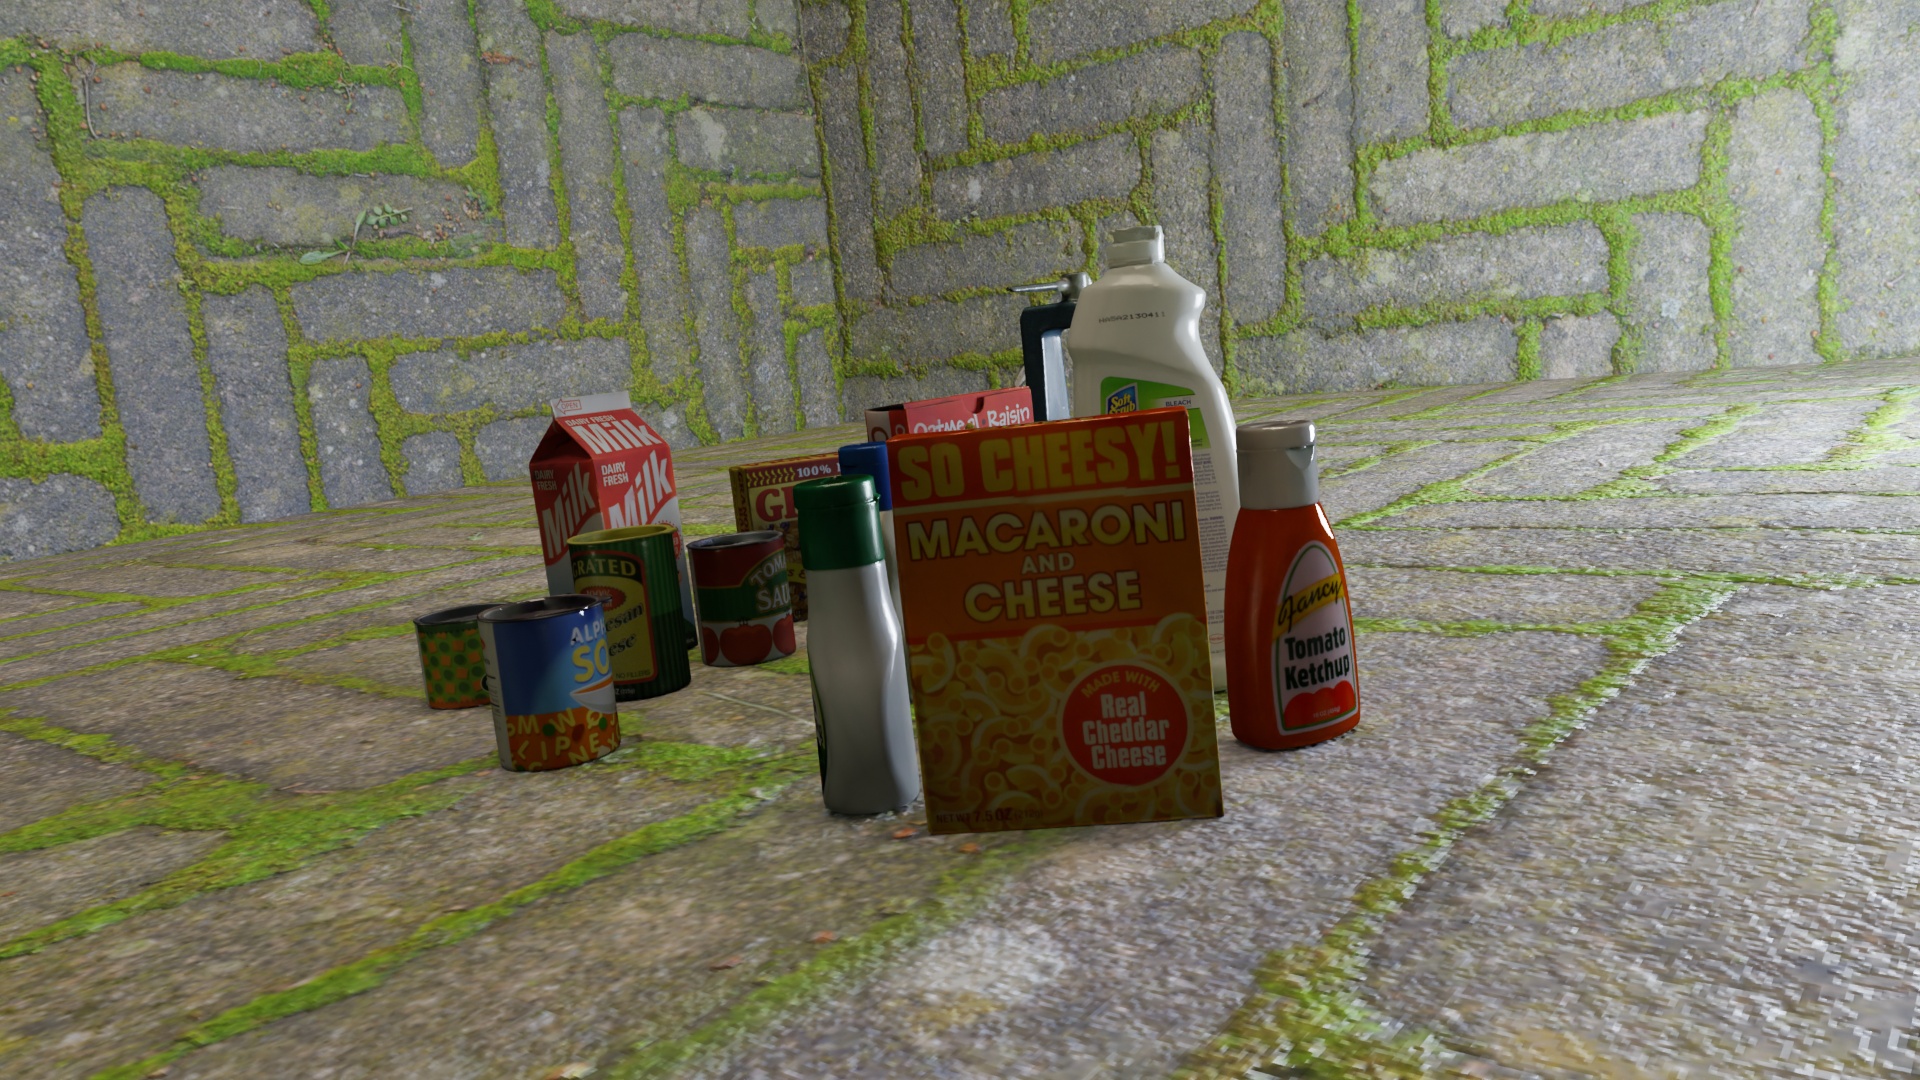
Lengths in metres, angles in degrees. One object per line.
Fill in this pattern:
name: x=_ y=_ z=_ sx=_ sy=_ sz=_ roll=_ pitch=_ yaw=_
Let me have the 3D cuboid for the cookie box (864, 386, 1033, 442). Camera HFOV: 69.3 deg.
cookie box: x=0.003 y=-0.011 z=0.900 sx=0.040 sy=0.167 sz=0.123 roll=1 pitch=10 yaw=41

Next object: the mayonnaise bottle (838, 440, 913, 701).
mayonnaise bottle: x=-0.046 y=0.017 z=0.808 sx=0.041 sy=0.147 sz=0.064 roll=-13 pitch=11 yaw=-43

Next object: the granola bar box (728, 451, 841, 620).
granola bar box: x=-0.091 y=-0.008 z=1.097 sx=0.166 sy=0.124 sz=0.039 roll=-10 pitch=9 yaw=-26

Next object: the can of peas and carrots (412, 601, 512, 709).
can of peas and carrots: x=-0.322 y=0.075 z=0.924 sx=0.071 sy=0.058 sz=0.071 roll=-6 pitch=8 yaw=1

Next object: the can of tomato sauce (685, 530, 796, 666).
can of tomato sauce: x=-0.149 y=0.039 z=0.959 sx=0.071 sy=0.083 sz=0.071 roll=-6 pitch=8 yaw=1

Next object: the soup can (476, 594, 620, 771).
soup can: x=-0.221 y=0.076 z=0.759 sx=0.071 sy=0.083 sz=0.071 roll=-6 pitch=8 yaw=1

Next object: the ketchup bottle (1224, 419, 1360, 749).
ketchup bottle: x=0.152 y=0.019 z=0.650 sx=0.065 sy=0.148 sz=0.043 roll=-10 pitch=9 yaw=-28

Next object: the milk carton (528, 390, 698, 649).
milk carton: x=-0.250 y=-0.009 z=0.991 sx=0.073 sy=0.190 sz=0.072 roll=-1 pitch=10 yaw=36

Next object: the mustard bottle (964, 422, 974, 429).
mustard bottle: x=0.015 y=0.018 z=0.715 sx=0.065 sy=0.160 sz=0.049 roll=-10 pitch=8 yaw=-24

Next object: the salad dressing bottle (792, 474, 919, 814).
salad dressing bottle: x=-0.048 y=0.045 z=0.620 sx=0.044 sy=0.147 sz=0.064 roll=-6 pitch=8 yaw=2

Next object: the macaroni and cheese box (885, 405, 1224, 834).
macaroni and cheese box: x=0.040 y=0.033 z=0.576 sx=0.124 sy=0.166 sz=0.040 roll=-5 pitch=8 yaw=7

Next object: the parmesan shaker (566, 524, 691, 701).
parmesan shaker: x=-0.209 y=0.046 z=0.891 sx=0.071 sy=0.103 sz=0.071 roll=-6 pitch=8 yaw=1
